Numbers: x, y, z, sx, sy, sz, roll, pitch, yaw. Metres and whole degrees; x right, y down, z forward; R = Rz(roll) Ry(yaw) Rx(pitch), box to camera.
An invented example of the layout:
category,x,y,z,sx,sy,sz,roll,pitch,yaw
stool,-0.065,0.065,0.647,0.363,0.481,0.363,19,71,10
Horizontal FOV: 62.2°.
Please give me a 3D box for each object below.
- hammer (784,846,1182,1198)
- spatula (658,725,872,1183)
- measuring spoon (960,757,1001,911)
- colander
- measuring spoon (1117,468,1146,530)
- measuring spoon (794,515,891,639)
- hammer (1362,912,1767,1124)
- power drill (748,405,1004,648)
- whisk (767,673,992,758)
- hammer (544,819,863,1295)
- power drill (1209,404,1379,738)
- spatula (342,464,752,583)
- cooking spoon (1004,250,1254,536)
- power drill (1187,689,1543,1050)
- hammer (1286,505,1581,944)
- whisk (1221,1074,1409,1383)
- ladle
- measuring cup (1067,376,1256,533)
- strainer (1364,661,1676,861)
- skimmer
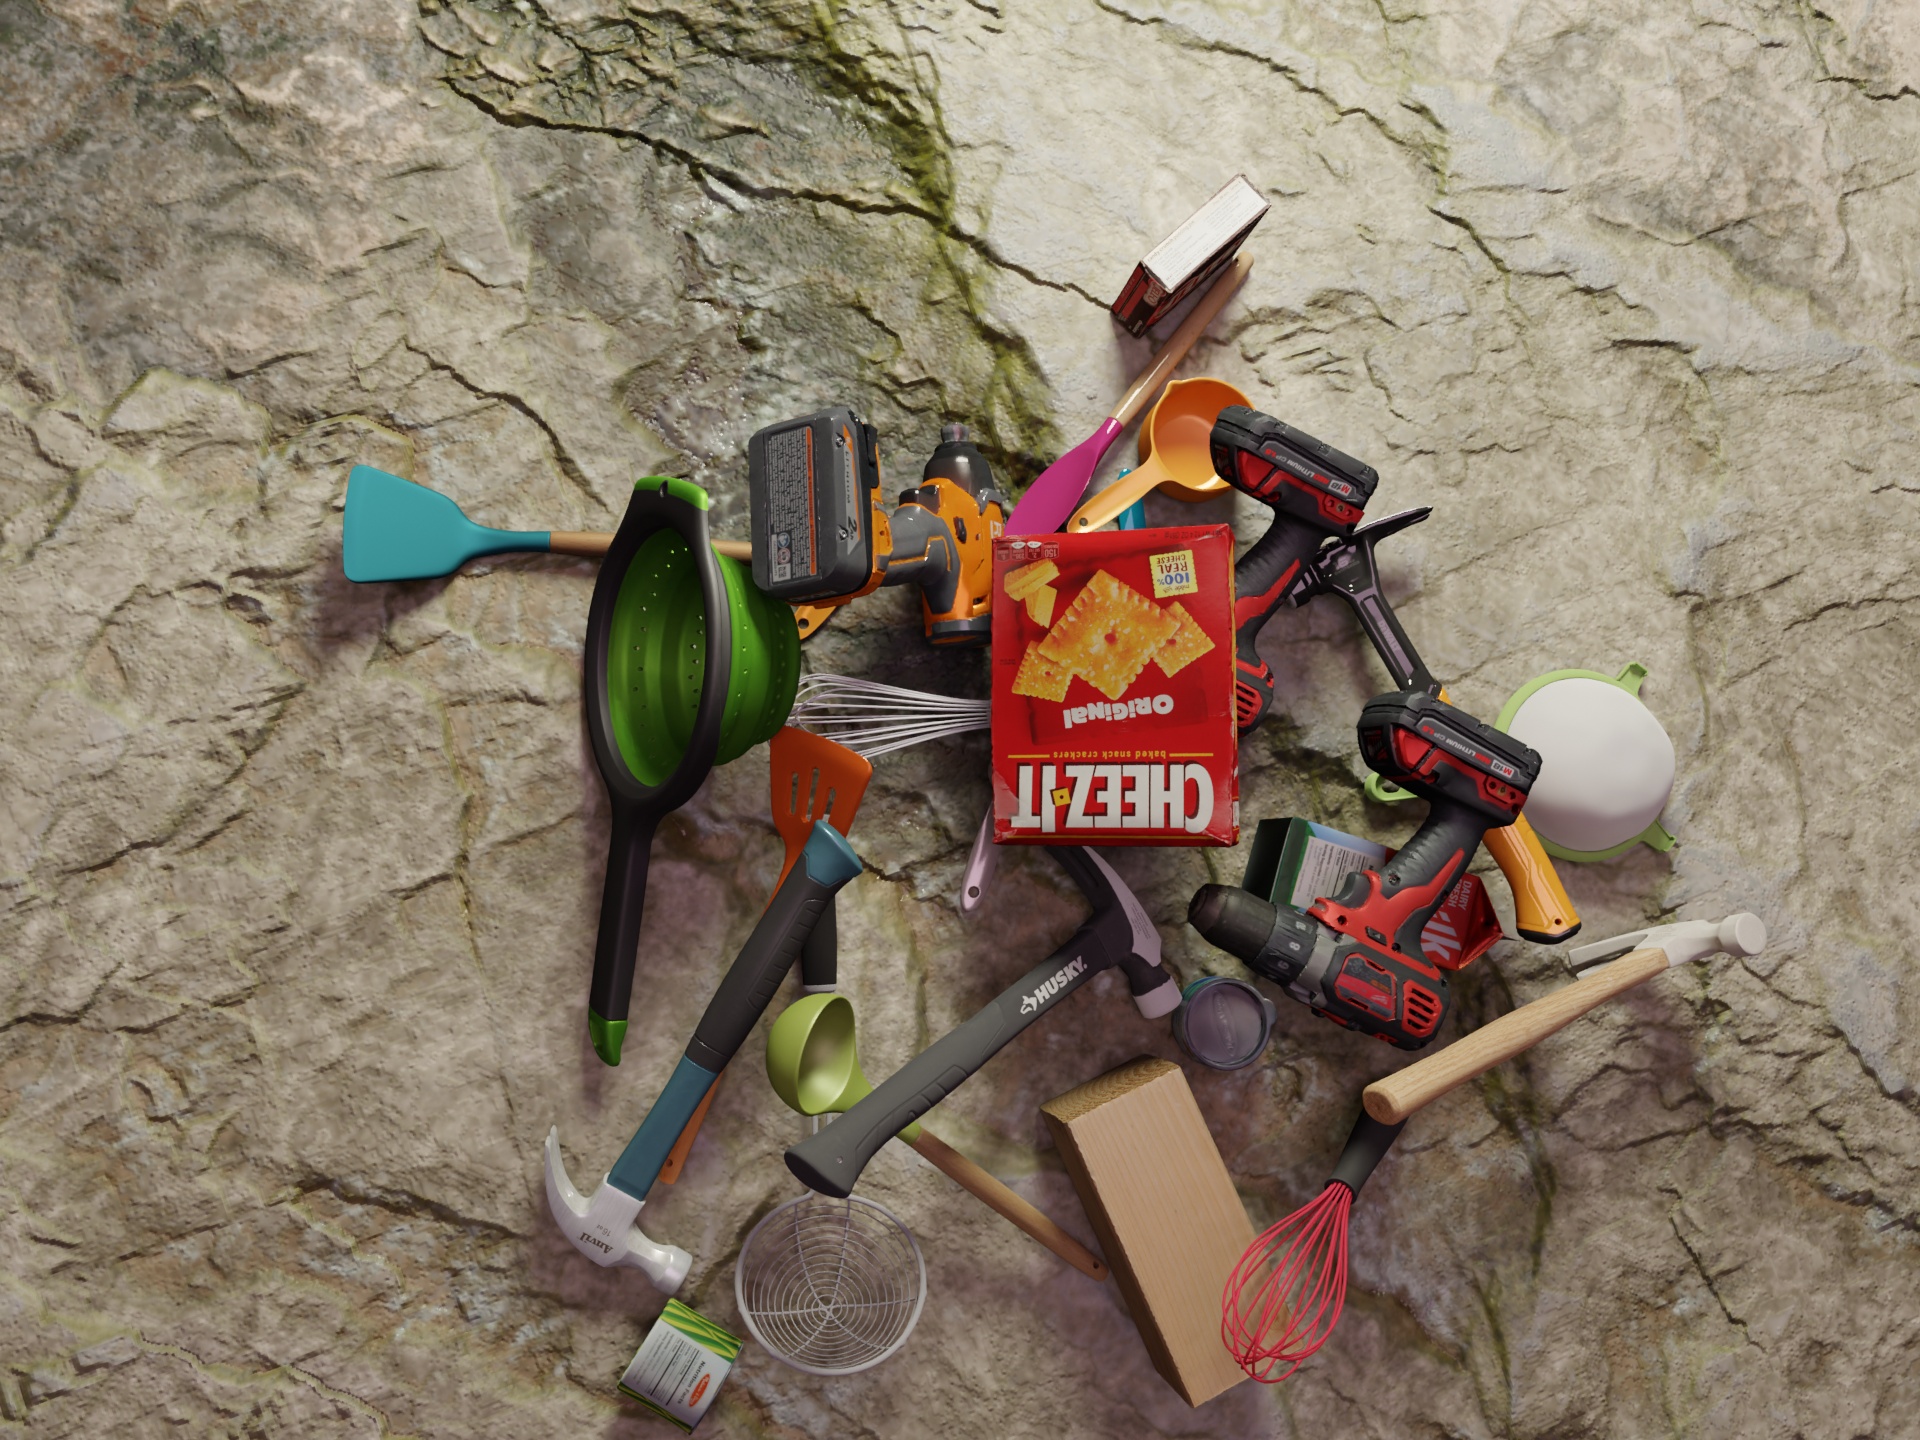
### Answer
category,x,y,z,sx,sy,sz,roll,pitch,yaw
hammer,0.014,0.202,1.051,0.335,0.035,0.146,-30,94,-40
spatula,-0.145,0.164,1.083,0.081,0.041,0.322,21,89,21
measuring spoon,0.025,0.079,1.153,0.034,0.018,0.124,19,81,-7
colander,-0.183,0.040,1.074,0.094,0.205,0.397,3,101,-35
measuring spoon,0.134,-0.128,1.194,0.042,0.021,0.128,-6,85,-11
measuring spoon,-0.087,-0.103,1.162,0.021,0.011,0.117,40,82,-3
hammer,0.411,0.207,1.119,0.331,0.130,0.031,-18,85,-27
power drill,-0.045,-0.142,1.083,0.084,0.226,0.164,-7,81,32
whisk,-0.002,-0.004,1.143,0.284,0.070,0.070,-3,84,-15
hammer,-0.162,0.215,1.054,0.128,0.033,0.331,31,94,-8
power drill,0.191,-0.107,1.145,0.143,0.079,0.219,23,101,-15
spatula,-0.262,-0.125,1.115,0.317,0.044,0.082,2,80,-11
cooking spoon,0.131,-0.241,1.198,0.017,0.069,0.319,47,72,-30
power drill,0.277,0.093,1.093,0.188,0.080,0.227,27,84,-6
hammer,0.366,0.007,1.174,0.127,0.034,0.337,-27,79,3
whisk,0.251,0.333,1.079,0.073,0.073,0.296,52,43,-1
ladle,-0.005,0.290,1.062,0.320,0.062,0.078,41,54,-20
measuring cup,0.144,-0.184,1.189,0.173,0.052,0.095,-36,91,-10
strainer,0.436,0.036,1.202,0.256,0.069,0.151,-5,84,-12
skimmer,-0.090,0.244,1.076,0.127,0.090,0.363,-1,83,-10
